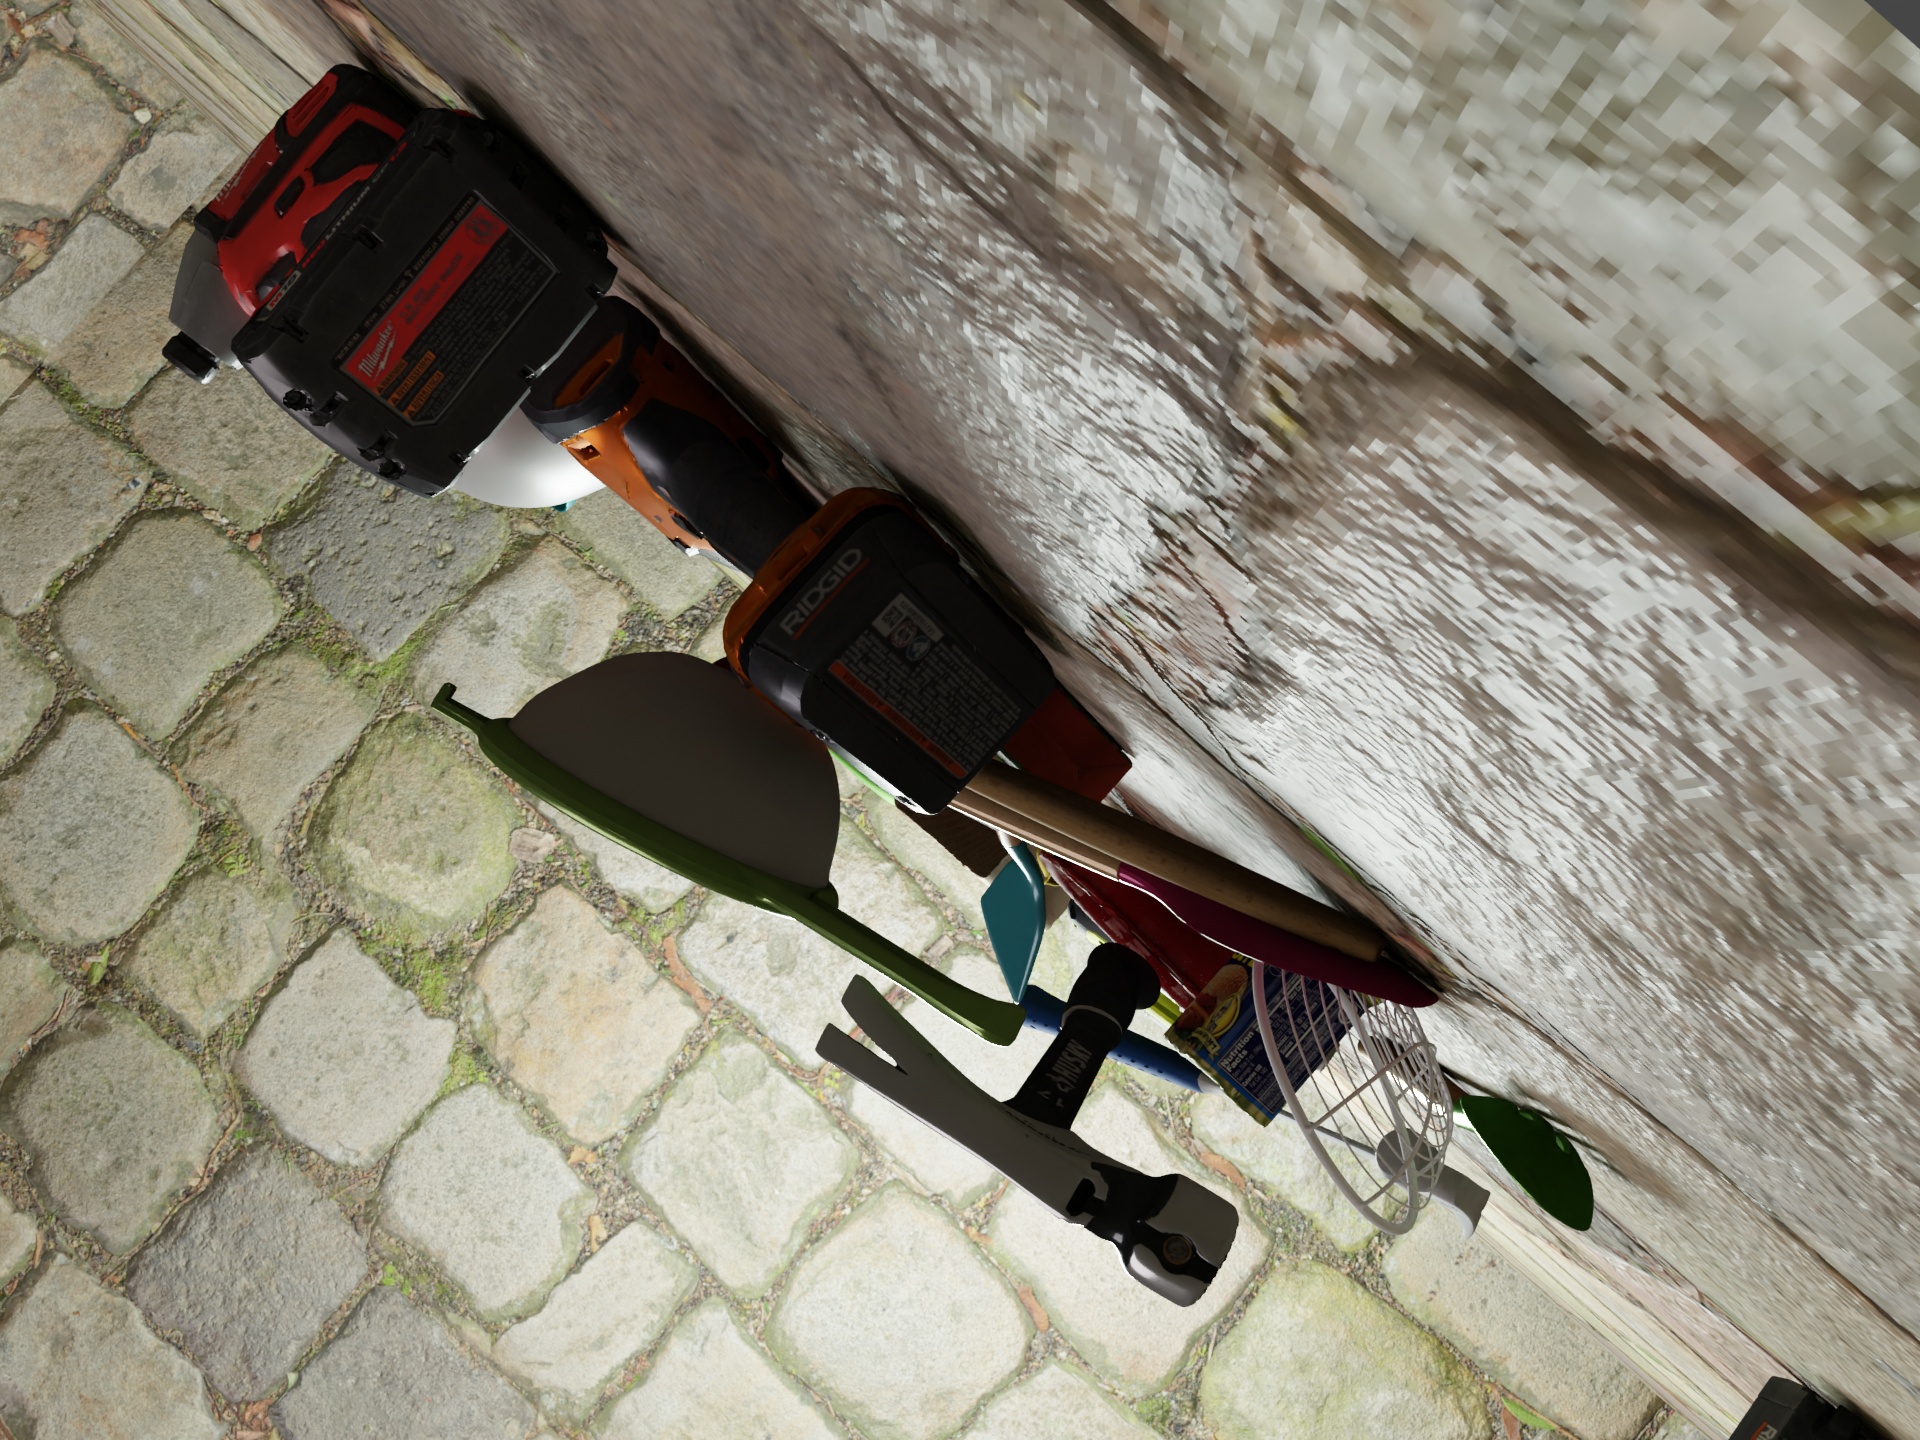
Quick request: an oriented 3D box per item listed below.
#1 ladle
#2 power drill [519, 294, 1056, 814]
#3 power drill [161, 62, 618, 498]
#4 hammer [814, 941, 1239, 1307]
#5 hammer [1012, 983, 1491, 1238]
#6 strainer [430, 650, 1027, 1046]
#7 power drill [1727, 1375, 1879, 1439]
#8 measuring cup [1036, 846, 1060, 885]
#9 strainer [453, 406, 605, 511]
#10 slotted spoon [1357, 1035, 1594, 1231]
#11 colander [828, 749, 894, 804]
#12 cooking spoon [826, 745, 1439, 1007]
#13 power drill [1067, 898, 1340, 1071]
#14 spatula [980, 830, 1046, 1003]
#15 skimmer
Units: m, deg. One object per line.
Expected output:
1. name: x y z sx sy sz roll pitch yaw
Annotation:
1. ladle: 0.022 0.029 0.647 0.315 0.031 0.069 23 173 26
2. power drill: -0.066 -0.064 0.625 0.227 0.084 0.164 43 -179 38
3. power drill: -0.230 -0.168 0.593 0.220 0.143 0.078 34 175 47
4. hammer: 0.050 0.137 0.697 0.149 0.036 0.409 30 -176 9
5. hammer: 0.188 0.265 1.135 0.406 0.035 0.143 14 161 50
6. strainer: -0.064 0.031 0.574 0.257 0.069 0.151 26 178 38
7. power drill: 0.445 0.392 0.692 0.226 0.084 0.185 33 172 39
8. measuring cup: 0.073 0.065 1.042 0.029 0.062 0.156 62 174 27
9. strainer: -0.259 -0.160 0.851 0.211 0.095 0.340 40 164 3
10. slotted spoon: 0.243 0.189 0.796 0.070 0.031 0.314 42 179 1
11. colander: -0.102 -0.033 1.275 0.205 0.094 0.396 39 176 39
12. cooking spoon: 0.049 0.051 0.670 0.319 0.017 0.068 22 -170 31
13. power drill: 0.174 0.184 1.107 0.191 0.080 0.228 35 173 19
14. spatula: 0.016 0.060 0.931 0.317 0.044 0.082 73 178 -53
15. skimmer: 0.056 0.094 0.719 0.363 0.090 0.127 27 -172 30
